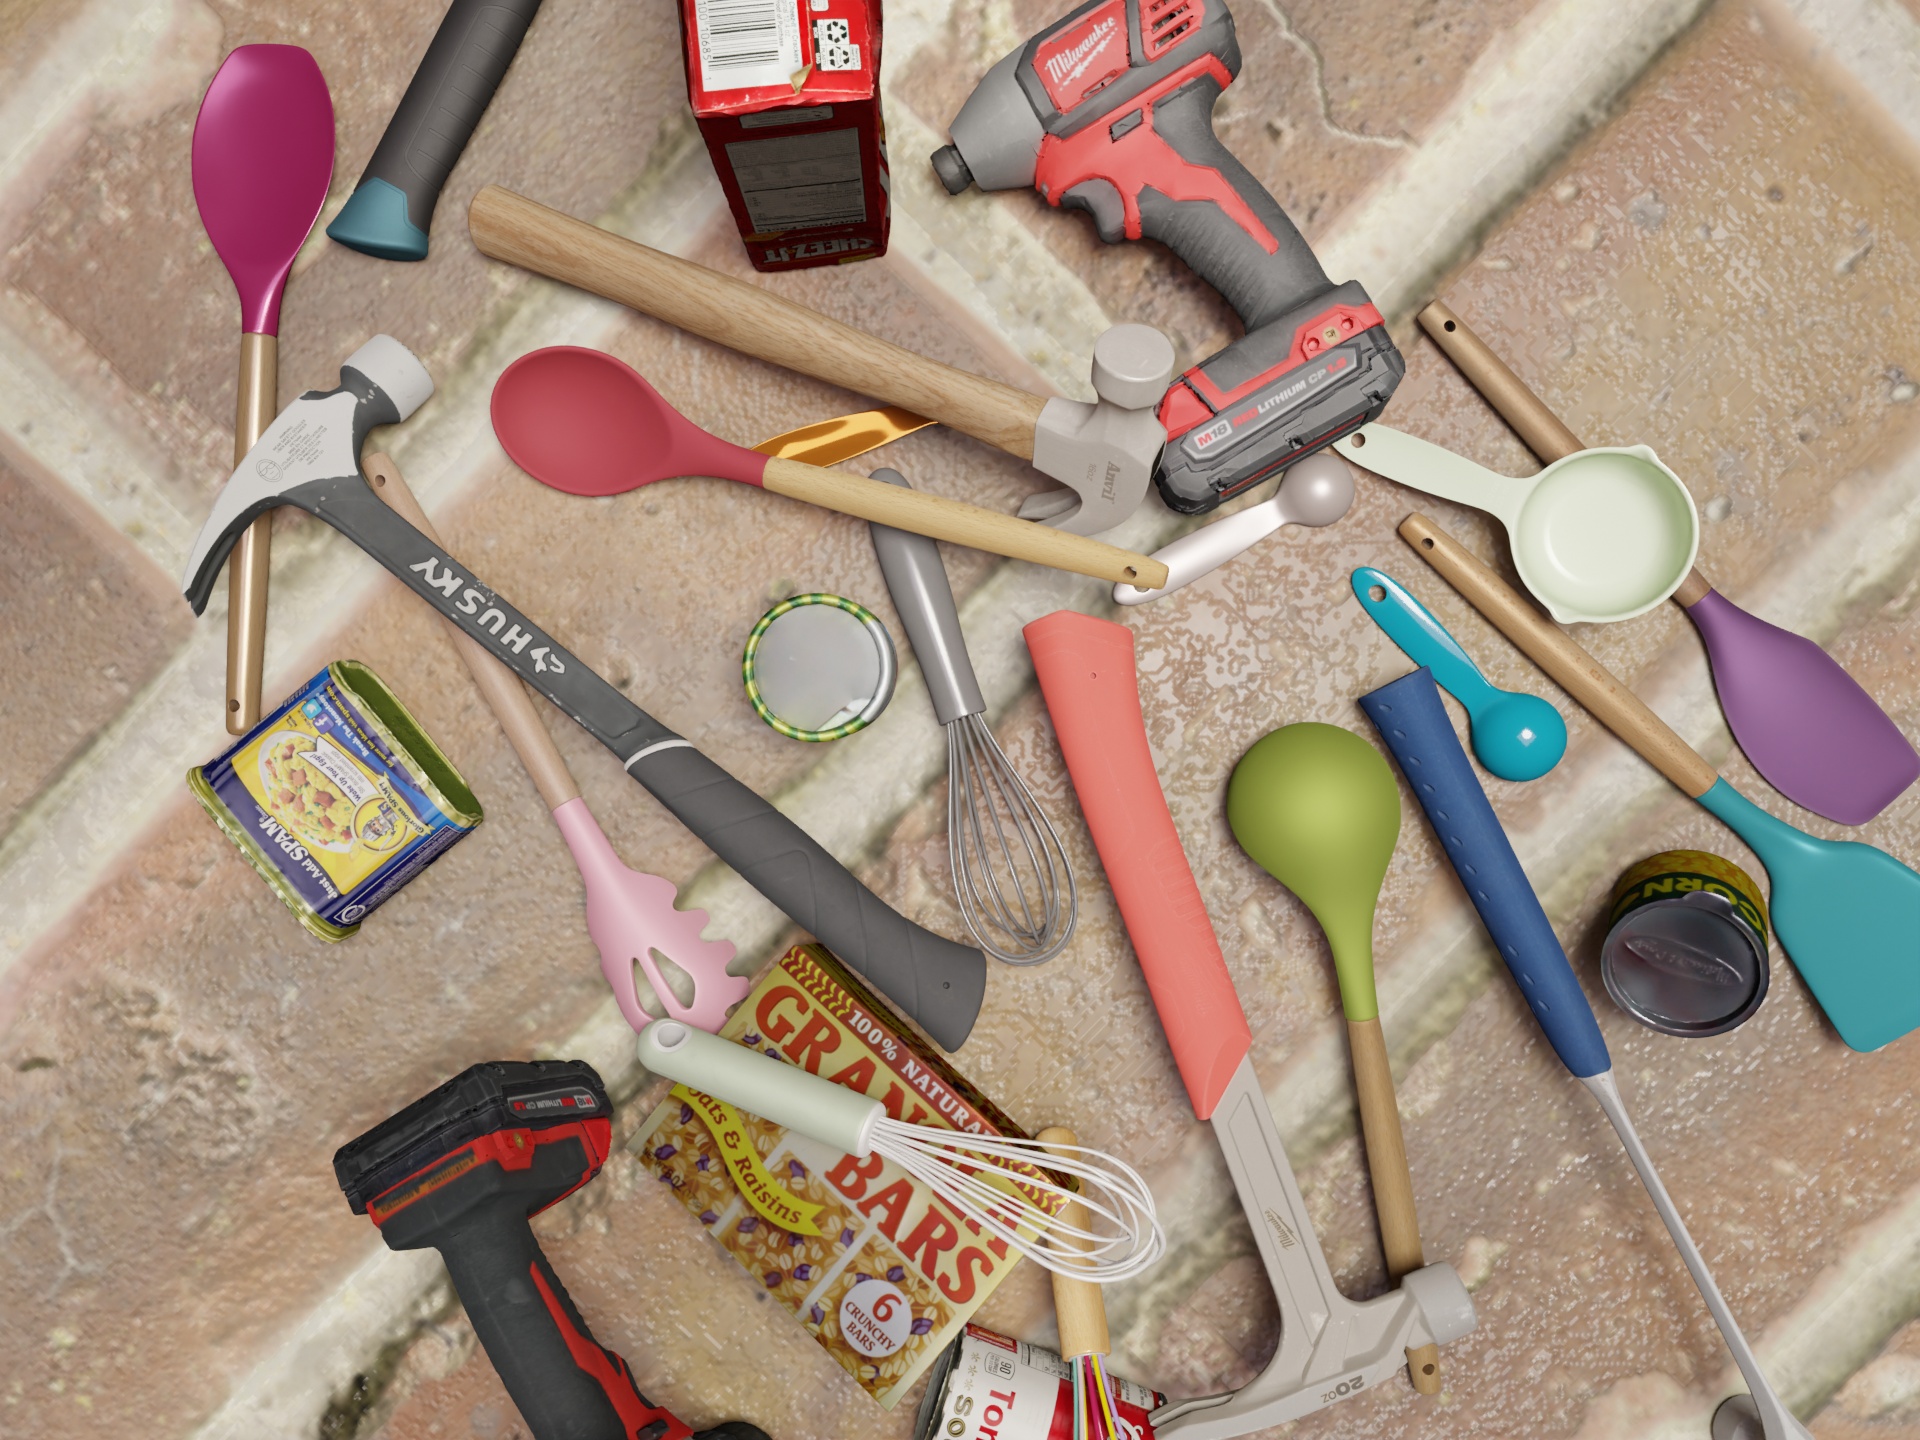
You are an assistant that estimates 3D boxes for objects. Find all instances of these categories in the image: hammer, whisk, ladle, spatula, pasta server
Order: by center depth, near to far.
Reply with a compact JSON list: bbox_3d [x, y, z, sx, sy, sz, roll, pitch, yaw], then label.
[{"bbox_3d":[-0.030,0.176,0.672,0.246,0.058,0.059,18,134,18],"label":"whisk"},{"bbox_3d":[0.060,0.293,0.678,0.051,0.047,0.245,-6,58,-2],"label":"whisk"},{"bbox_3d":[-0.068,-0.164,0.691,0.331,0.130,0.031,23,61,13],"label":"hammer"},{"bbox_3d":[0.094,0.125,0.697,0.149,0.036,0.359,-20,88,-2],"label":"hammer"},{"bbox_3d":[0.285,0.163,0.697,0.035,0.144,0.405,-26,85,1],"label":"hammer"},{"bbox_3d":[-0.061,-0.104,0.701,0.315,0.031,0.069,17,117,12],"label":"ladle"},{"bbox_3d":[-0.152,0.007,0.702,0.409,0.036,0.149,39,68,0],"label":"hammer"},{"bbox_3d":[-0.193,-0.357,0.722,0.128,0.033,0.331,29,92,-1],"label":"hammer"},{"bbox_3d":[0.321,0.015,0.722,0.317,0.044,0.082,42,119,1],"label":"spatula"},{"bbox_3d":[-0.002,-0.002,0.727,0.055,0.055,0.239,-18,87,1],"label":"whisk"},{"bbox_3d":[0.320,-0.074,0.733,0.060,0.018,0.316,-43,92,5],"label":"spatula"},{"bbox_3d":[0.186,0.157,0.735,0.078,0.062,0.320,-13,98,-5],"label":"ladle"},{"bbox_3d":[-0.194,0.015,0.738,0.060,0.040,0.316,-30,87,1],"label":"pasta server"}]

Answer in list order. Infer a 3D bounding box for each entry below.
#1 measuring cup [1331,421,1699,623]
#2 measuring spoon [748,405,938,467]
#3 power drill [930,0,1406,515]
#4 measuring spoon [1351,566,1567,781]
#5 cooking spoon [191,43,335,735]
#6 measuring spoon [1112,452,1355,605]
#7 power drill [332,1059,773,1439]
[{"bbox_3d":[0.247,-0.102,0.720,0.168,0.038,0.083,27,109,20],"label":"measuring cup"},{"bbox_3d":[-0.051,-0.132,0.740,0.117,0.011,0.021,-17,91,5],"label":"measuring spoon"},{"bbox_3d":[0.089,-0.208,0.701,0.143,0.078,0.220,-28,87,10],"label":"power drill"},{"bbox_3d":[0.225,-0.021,0.728,0.128,0.021,0.042,46,116,2],"label":"measuring spoon"},{"bbox_3d":[-0.326,-0.152,0.737,0.069,0.017,0.319,3,91,5],"label":"cooking spoon"},{"bbox_3d":[0.126,-0.085,0.734,0.124,0.018,0.034,-28,91,2],"label":"measuring spoon"},{"bbox_3d":[-0.159,0.266,0.689,0.080,0.187,0.227,-32,73,6],"label":"power drill"}]
